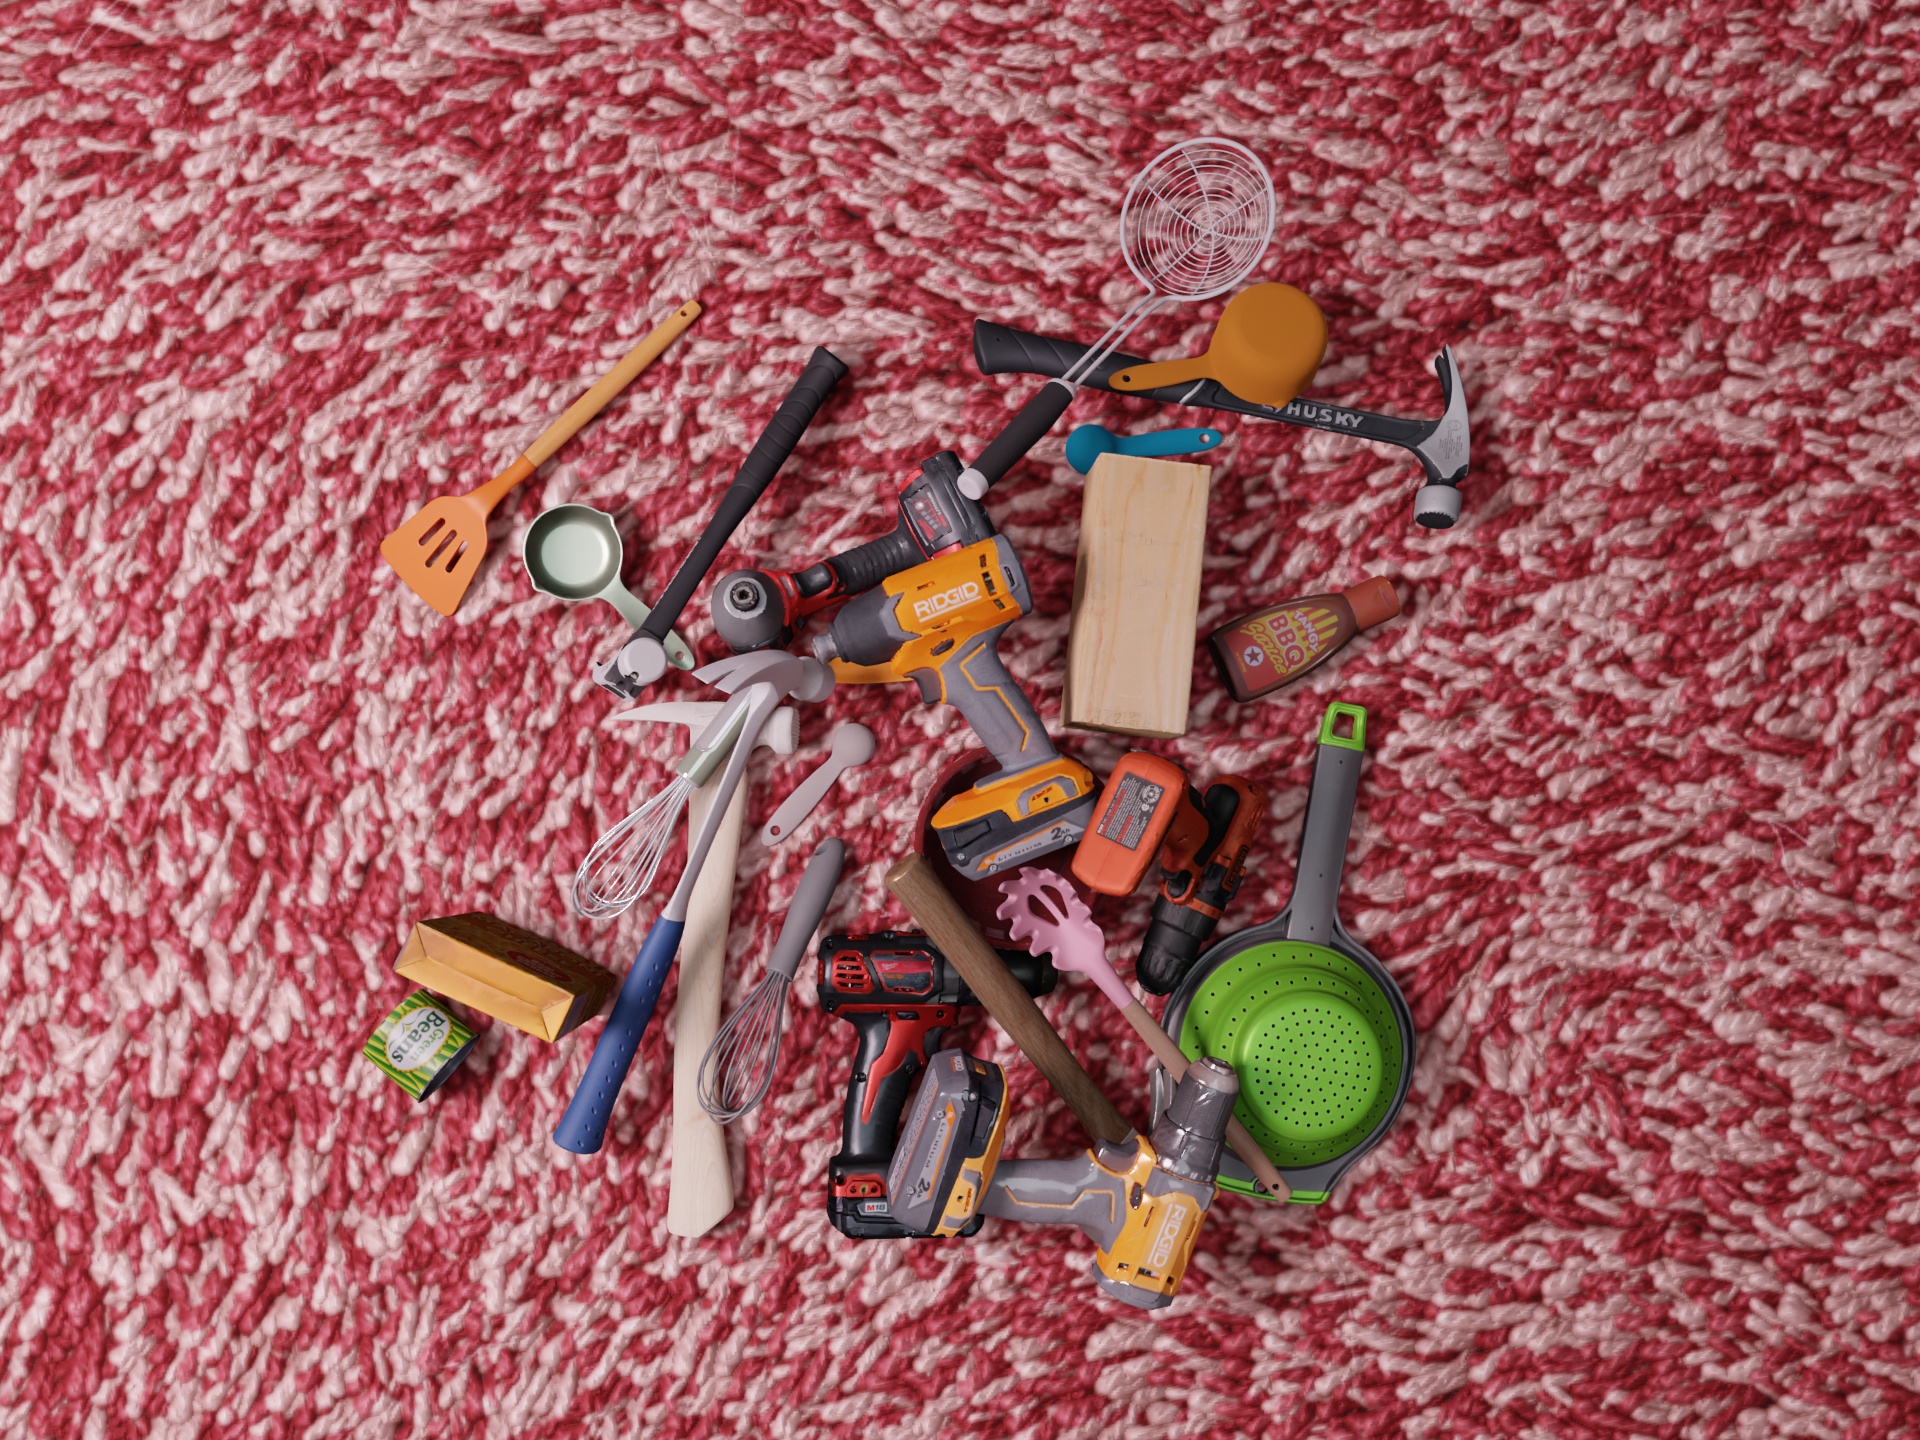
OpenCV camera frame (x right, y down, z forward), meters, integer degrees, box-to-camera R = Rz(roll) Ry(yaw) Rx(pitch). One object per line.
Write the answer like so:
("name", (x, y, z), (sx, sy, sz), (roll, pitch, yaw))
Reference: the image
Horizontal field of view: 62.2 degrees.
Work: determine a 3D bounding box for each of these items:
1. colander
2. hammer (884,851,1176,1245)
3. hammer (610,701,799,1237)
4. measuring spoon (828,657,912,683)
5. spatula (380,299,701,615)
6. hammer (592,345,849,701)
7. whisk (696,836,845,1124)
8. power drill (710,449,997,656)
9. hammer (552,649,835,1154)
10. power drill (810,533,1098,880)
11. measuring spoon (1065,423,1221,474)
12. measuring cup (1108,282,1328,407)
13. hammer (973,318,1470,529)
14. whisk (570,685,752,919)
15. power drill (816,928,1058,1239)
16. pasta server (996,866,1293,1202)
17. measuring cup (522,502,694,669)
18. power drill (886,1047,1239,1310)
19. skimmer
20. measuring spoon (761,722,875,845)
("colander", (0.274, 0.179, 1.226), (0.204, 0.094, 0.397), (11, 86, -1))
("hammer", (0.055, 0.232, 1.197), (0.130, 0.031, 0.331), (-43, 104, -27))
("hammer", (-0.210, 0.190, 1.239), (0.146, 0.038, 0.411), (3, 87, 4))
("measuring spoon", (-0.068, -0.039, 1.275), (0.117, 0.011, 0.021), (1, 88, 2))
("spatula", (-0.326, -0.222, 1.273), (0.081, 0.041, 0.322), (45, 82, 1))
("hammer", (-0.180, -0.156, 1.225), (0.035, 0.146, 0.335), (35, 70, -16))
("whisk", (-0.139, 0.193, 1.209), (0.055, 0.055, 0.239), (22, 63, 0))
("power drill", (-0.087, -0.117, 1.213), (0.219, 0.143, 0.078), (-26, 85, -5))
("hammer", (-0.212, 0.135, 1.173), (0.035, 0.144, 0.405), (27, 97, 23))
("power drill", (-0.002, -0.004, 1.166), (0.164, 0.084, 0.226), (-21, 96, -3))
("measuring spoon", (0.149, -0.225, 1.285), (0.128, 0.021, 0.042), (-6, 86, -2))
("measuring cup", (0.202, -0.289, 1.239), (0.173, 0.052, 0.095), (-12, 75, -7))
("hammer", (0.209, -0.266, 1.278), (0.409, 0.036, 0.149), (13, 75, 1))
("whisk", (-0.212, 0.050, 1.207), (0.058, 0.059, 0.246), (35, 87, 33))
("power drill", (-0.018, 0.274, 1.223), (0.188, 0.080, 0.227), (2, 82, -9))
("pasta server", (0.141, 0.234, 1.180), (0.060, 0.040, 0.316), (-40, 88, 13))
("measuring cup", (-0.275, -0.101, 1.264), (0.083, 0.038, 0.167), (-47, 105, -8))
("power drill", (0.080, 0.305, 1.137), (0.226, 0.084, 0.185), (20, 97, -9))
("skimmer", (0.111, -0.309, 1.212), (0.127, 0.090, 0.363), (31, 63, 21))
("measuring spoon", (-0.115, 0.052, 1.261), (0.034, 0.018, 0.124), (42, 87, 1))
